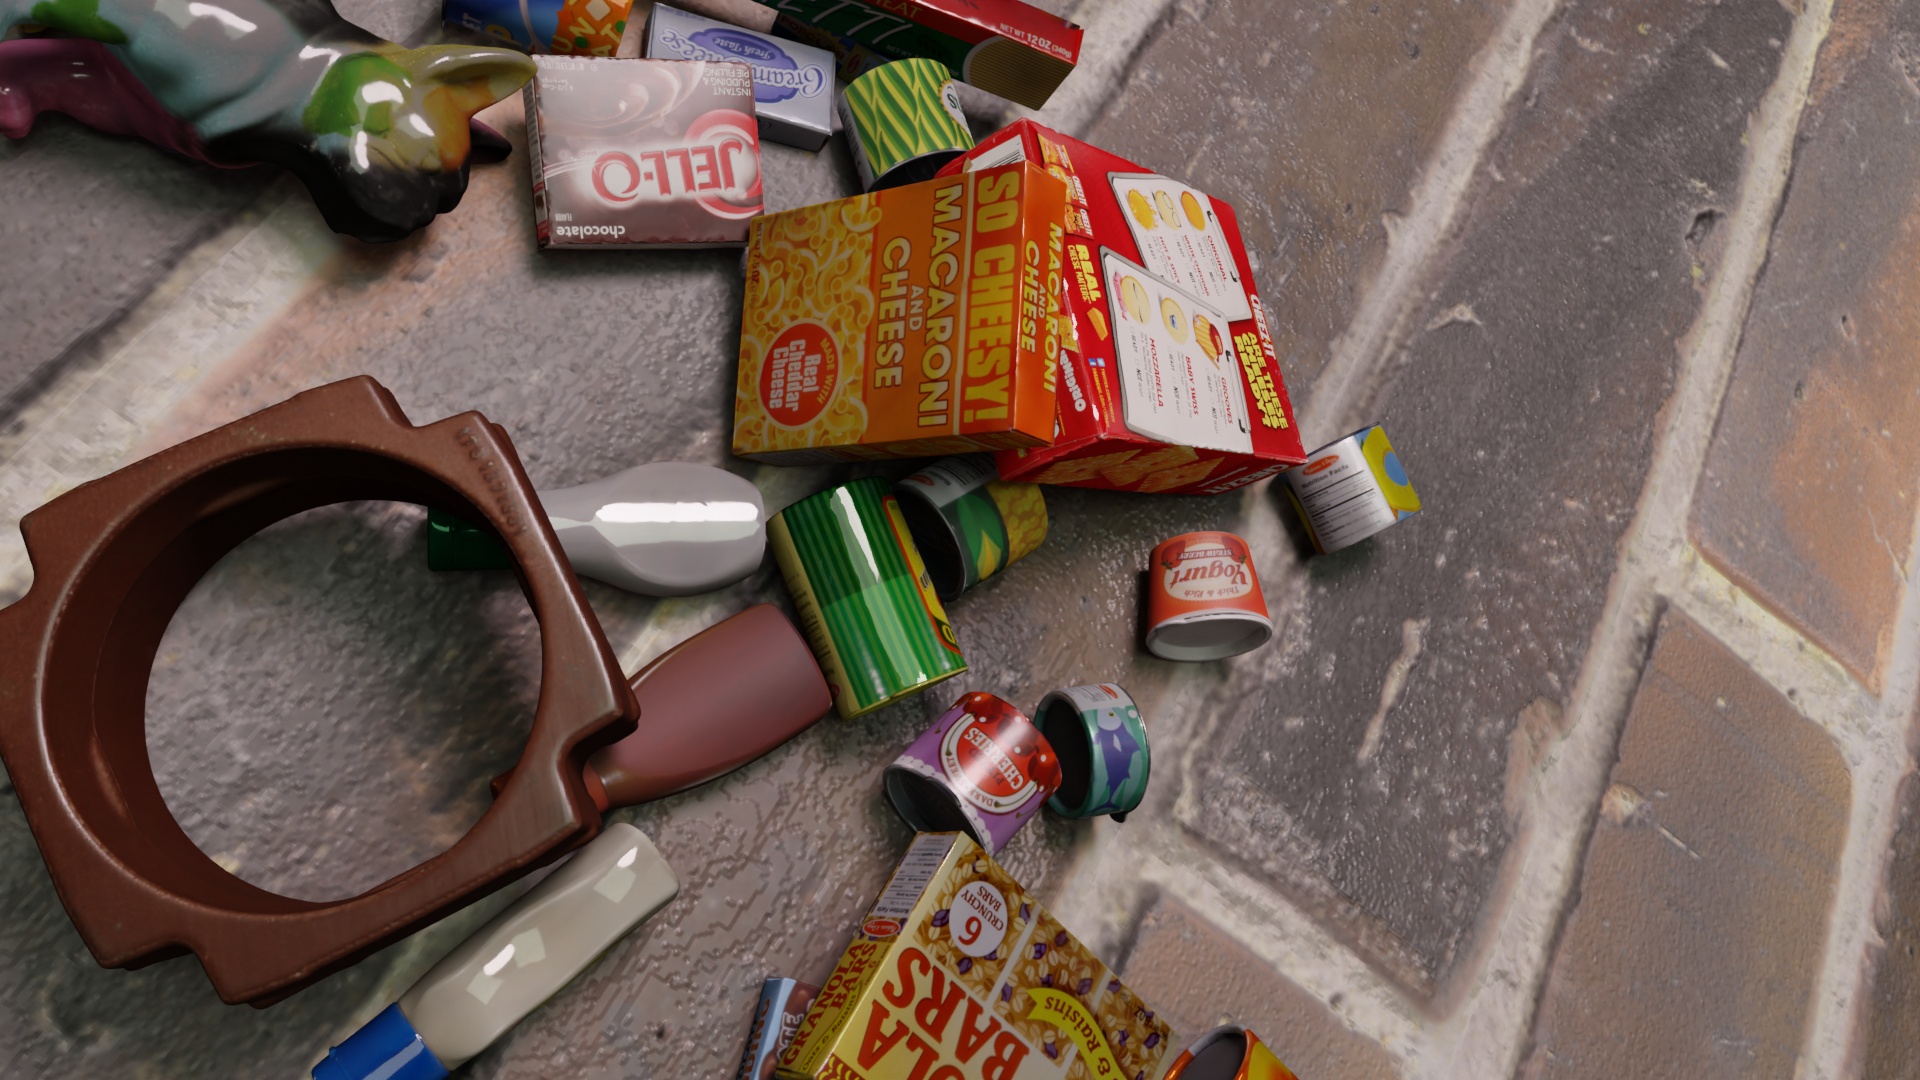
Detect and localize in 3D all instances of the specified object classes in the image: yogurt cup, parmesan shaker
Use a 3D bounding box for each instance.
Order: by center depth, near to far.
[{"bbox_3d":[-0.045,0.027,0.668,0.071,0.071,0.103,-19,82,-28],"label":"parmesan shaker"},{"bbox_3d":[0.132,0.030,0.755,0.072,0.072,0.054,8,62,-22],"label":"yogurt cup"}]

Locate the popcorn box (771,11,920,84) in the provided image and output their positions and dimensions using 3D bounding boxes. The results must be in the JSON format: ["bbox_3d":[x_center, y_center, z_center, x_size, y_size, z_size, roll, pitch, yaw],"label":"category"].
[{"bbox_3d":[-0.044,-0.323,0.804,0.085,0.038,0.127,30,63,-14],"label":"popcorn box"}]

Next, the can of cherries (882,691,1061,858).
[{"bbox_3d":[0.007,0.114,0.664,0.058,0.071,0.071,-41,93,-29],"label":"can of cherries"}]

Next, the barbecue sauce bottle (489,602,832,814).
[{"bbox_3d":[-0.134,0.087,0.624,0.149,0.043,0.065,-29,84,-29],"label":"barbecue sauce bottle"}]

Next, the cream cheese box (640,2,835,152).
[{"bbox_3d":[-0.120,-0.250,0.752,0.104,0.024,0.053,8,72,-22],"label":"cream cheese box"}]

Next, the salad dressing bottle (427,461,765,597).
[{"bbox_3d":[-0.167,-0.005,0.641,0.148,0.044,0.064,0,75,-23],"label":"salad dressing bottle"}]

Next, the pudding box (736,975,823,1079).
[{"bbox_3d":[-0.072,0.239,0.610,0.049,0.030,0.084,24,65,-16],"label":"pudding box"}]

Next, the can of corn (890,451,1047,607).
[{"bbox_3d":[0.003,-0.009,0.707,0.058,0.071,0.071,-30,87,-30],"label":"can of corn"}]

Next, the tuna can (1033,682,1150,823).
[{"bbox_3d":[0.064,0.108,0.696,0.033,0.071,0.071,-3,75,-25],"label":"tuna can"}]

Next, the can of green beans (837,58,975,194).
[{"bbox_3d":[-0.028,-0.221,0.762,0.071,0.071,0.058,-13,79,-27],"label":"can of green beans"}]

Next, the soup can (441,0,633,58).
[{"bbox_3d":[-0.210,-0.276,0.699,0.084,0.071,0.071,17,67,-20],"label":"soup can"}]

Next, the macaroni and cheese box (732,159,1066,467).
[{"bbox_3d":[-0.031,-0.102,0.656,0.040,0.166,0.124,13,78,-54],"label":"macaroni and cheese box"}]

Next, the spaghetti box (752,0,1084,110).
[{"bbox_3d":[-0.057,-0.293,0.737,0.250,0.050,0.029,15,69,-19],"label":"spaghetti box"}]

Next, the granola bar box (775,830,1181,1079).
[{"bbox_3d":[0.013,0.230,0.626,0.165,0.039,0.125,47,57,-20],"label":"granola bar box"}]

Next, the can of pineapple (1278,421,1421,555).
[{"bbox_3d":[0.229,-0.030,0.817,0.071,0.070,0.058,-23,85,-29],"label":"can of pineapple"}]

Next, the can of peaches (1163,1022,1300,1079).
[{"bbox_3d":[0.135,0.279,0.670,0.058,0.071,0.071,46,61,-4],"label":"can of peaches"}]

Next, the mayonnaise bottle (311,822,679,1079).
[{"bbox_3d":[-0.185,0.176,0.563,0.149,0.064,0.041,-38,95,-25],"label":"mayonnaise bottle"}]
